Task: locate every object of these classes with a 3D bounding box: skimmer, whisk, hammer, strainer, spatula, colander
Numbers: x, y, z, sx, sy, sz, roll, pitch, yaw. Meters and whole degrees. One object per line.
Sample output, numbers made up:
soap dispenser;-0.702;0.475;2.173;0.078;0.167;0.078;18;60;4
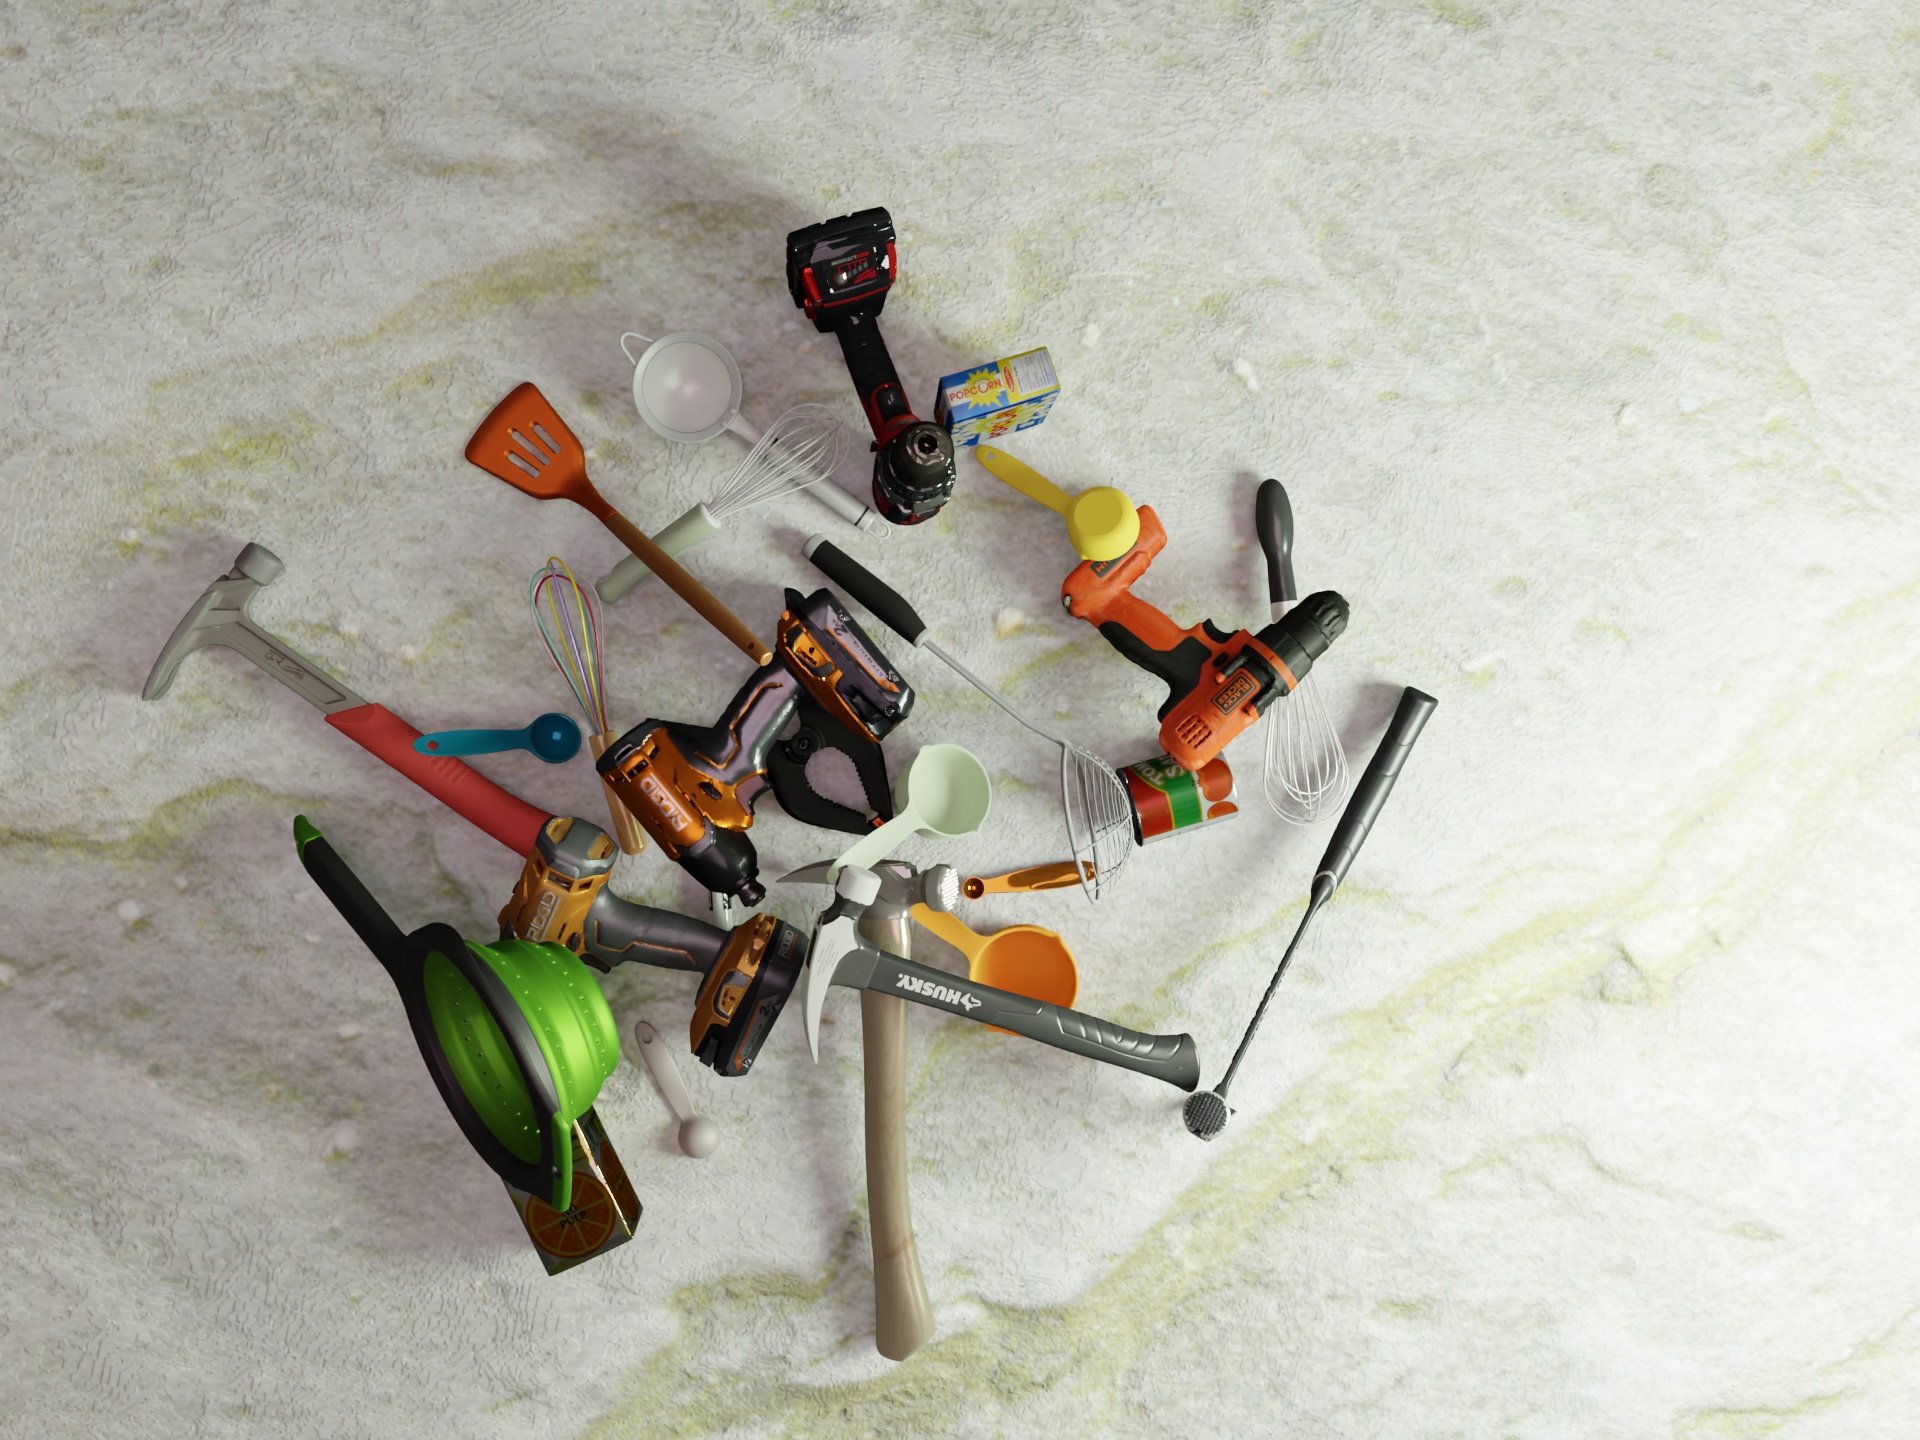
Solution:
skimmer;-0.002;-0.004;1.263;0.363;0.127;0.090;40;100;6
whisk;0.266;-0.056;1.292;0.070;0.070;0.284;-6;87;-4
hammer;0.036;0.230;1.227;0.334;0.035;0.146;20;95;-15
strainer;-0.162;-0.223;1.265;0.258;0.050;0.087;36;90;-10
hammer;0.285;0.152;1.280;0.036;0.149;0.409;27;81;16
spatula;-0.257;-0.143;1.222;0.323;0.041;0.081;41;89;23
colander;-0.367;0.181;1.184;0.094;0.204;0.397;-26;52;-37
hammer;-0.069;0.314;1.281;0.146;0.038;0.410;1;98;20
whisk;-0.189;-0.164;1.241;0.246;0.058;0.059;-34;111;14
hammer;-0.456;0.022;1.256;0.359;0.037;0.149;36;90;-4
whisk;-0.290;-0.010;1.258;0.047;0.051;0.245;-11;99;25

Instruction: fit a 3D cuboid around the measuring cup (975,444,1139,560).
measuring cup;0.072;-0.182;1.258;0.157;0.029;0.062;34;83;19

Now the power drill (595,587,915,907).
power drill;-0.144;0.025;1.217;0.226;0.084;0.164;-40;88;1

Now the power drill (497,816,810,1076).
power drill;-0.254;0.195;1.243;0.226;0.084;0.185;26;114;-6

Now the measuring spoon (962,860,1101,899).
measuring spoon;0.058;0.130;1.309;0.117;0.011;0.021;-8;93;-7

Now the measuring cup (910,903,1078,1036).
measuring cup;0.018;0.184;1.289;0.173;0.052;0.095;35;92;6

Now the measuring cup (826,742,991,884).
measuring cup;-0.048;0.082;1.251;0.167;0.038;0.083;-36;96;-30

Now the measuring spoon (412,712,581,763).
measuring spoon;-0.364;0.019;1.251;0.128;0.021;0.042;-3;71;-25

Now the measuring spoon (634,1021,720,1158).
measuring spoon;-0.233;0.301;1.290;0.034;0.018;0.124;-27;93;-2

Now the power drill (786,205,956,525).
power drill;-0.059;-0.264;1.199;0.080;0.188;0.227;-19;90;-7
